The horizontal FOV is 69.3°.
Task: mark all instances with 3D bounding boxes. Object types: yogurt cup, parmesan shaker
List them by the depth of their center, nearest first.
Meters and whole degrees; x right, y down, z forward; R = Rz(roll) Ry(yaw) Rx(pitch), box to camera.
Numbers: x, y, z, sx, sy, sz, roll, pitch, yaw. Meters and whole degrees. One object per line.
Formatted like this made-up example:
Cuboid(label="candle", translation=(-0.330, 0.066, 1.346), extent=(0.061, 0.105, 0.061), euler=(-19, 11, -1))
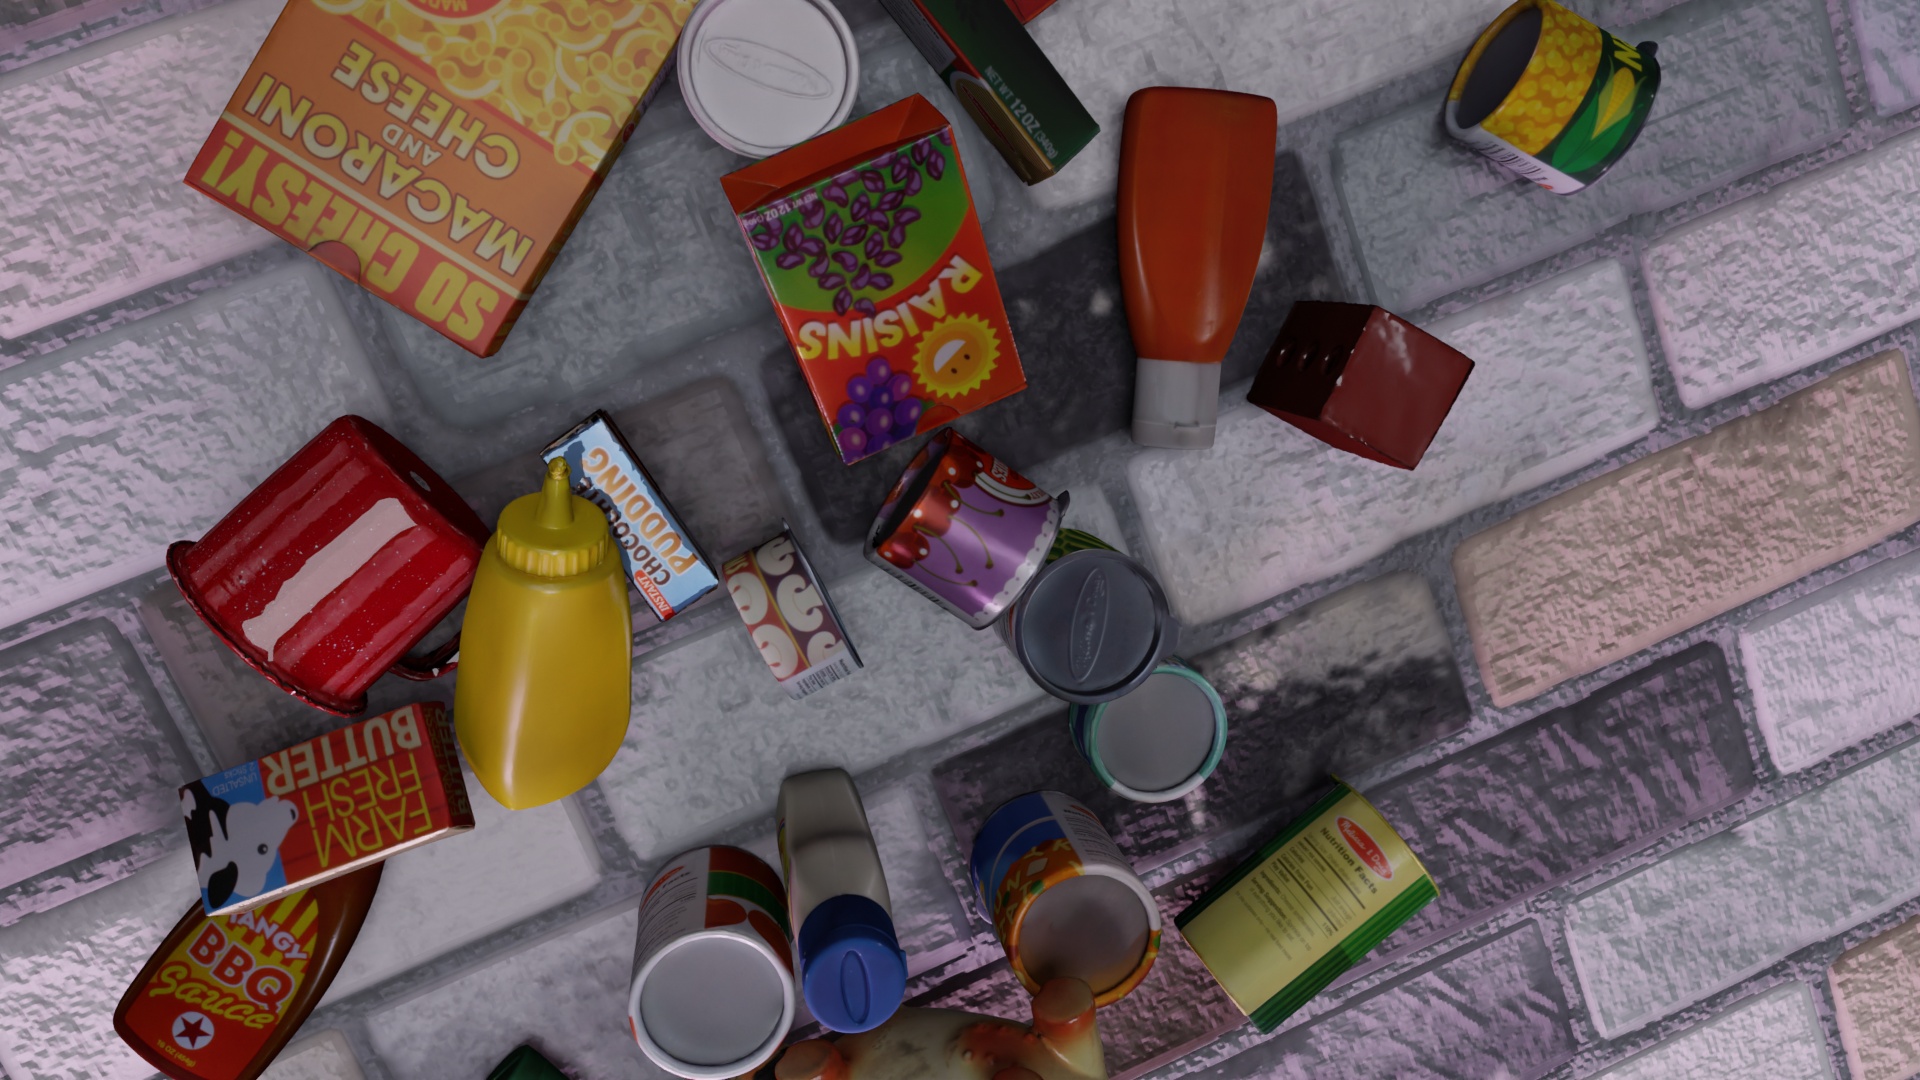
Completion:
Cuboid(label="yogurt cup", translation=(-0.076, -0.182, 0.544), extent=(0.072, 0.054, 0.072), euler=(-2, 100, -10))
Cuboid(label="parmesan shaker", translation=(0.156, 0.167, 0.640), extent=(0.103, 0.071, 0.071), euler=(-38, 104, -1))

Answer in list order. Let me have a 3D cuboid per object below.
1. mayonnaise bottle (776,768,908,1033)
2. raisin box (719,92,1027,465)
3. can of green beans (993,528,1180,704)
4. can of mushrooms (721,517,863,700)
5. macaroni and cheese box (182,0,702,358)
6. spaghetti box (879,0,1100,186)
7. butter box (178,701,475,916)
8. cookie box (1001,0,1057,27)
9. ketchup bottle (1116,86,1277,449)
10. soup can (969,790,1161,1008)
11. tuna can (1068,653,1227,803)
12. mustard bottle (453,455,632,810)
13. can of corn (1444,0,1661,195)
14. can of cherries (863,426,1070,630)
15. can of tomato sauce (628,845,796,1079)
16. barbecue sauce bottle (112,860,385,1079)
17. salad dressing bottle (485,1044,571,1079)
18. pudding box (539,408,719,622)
Cuboid(label="mayonnaise bottle", translation=(-0.050, 0.142, 0.554), extent=(0.041, 0.148, 0.064), euler=(-8, 101, -9))
Cuboid(label="raisin box", translation=(-0.030, -0.099, 0.548), extent=(0.086, 0.040, 0.122), euler=(-25, 132, -6))
Cuboid(label="can of green beans", translation=(0.050, 0.031, 0.600), extent=(0.071, 0.058, 0.071), euler=(-2, 100, -10))
Cuboid(label="can of mushrooms", translation=(-0.070, 0.029, 0.575), extent=(0.033, 0.071, 0.071), euler=(-28, 103, -4))
Cuboid(label="macaroni and cheese box", translation=(-0.193, -0.172, 0.531), extent=(0.123, 0.040, 0.166), euler=(32, 92, -13))
Cuboid(label="spaghetti box", translation=(-0.037, -0.247, 0.543), extent=(0.029, 0.050, 0.249), euler=(-42, 104, -3))
Cuboid(label="butter box", translation=(-0.243, 0.103, 0.535), extent=(0.103, 0.024, 0.053), euler=(-20, 79, 4))
Cuboid(label="cookie box", translation=(0.052, -0.304, 0.554), extent=(0.167, 0.040, 0.122), euler=(-37, 104, -2))
Cuboid(label="ketchup bottle", translation=(0.097, -0.114, 0.592), extent=(0.065, 0.043, 0.148), euler=(2, 99, -10))
Cuboid(label="soup can", translation=(0.042, 0.158, 0.607), extent=(0.071, 0.084, 0.071), euler=(-2, 100, -10))
Cuboid(label="tuna can", translation=(0.085, 0.080, 0.628), extent=(0.071, 0.033, 0.071), euler=(-2, 100, -10))
Cuboid(label="mustard bottle", translation=(-0.157, 0.031, 0.533), extent=(0.065, 0.049, 0.159), euler=(-22, 139, -43))
Cuboid(label="can of corn", translation=(0.253, -0.193, 0.596), extent=(0.058, 0.071, 0.071), euler=(23, 95, -13))
Cuboid(label="can of cherries", translation=(0.002, -0.007, 0.581), extent=(0.058, 0.071, 0.071), euler=(34, 92, -13))
Cuboid(label="can of tomato sauce", translation=(-0.102, 0.176, 0.583), extent=(0.071, 0.083, 0.071), euler=(-2, 100, -10))
Cuboid(label="barbecue sauce bottle", translation=(-0.273, 0.150, 0.568), extent=(0.065, 0.044, 0.148), euler=(38, 91, -7))
Cuboid(label="salad dressing bottle", translation=(-0.149, 0.283, 0.614), extent=(0.064, 0.044, 0.147), euler=(-44, 103, 1))
Cuboid(label="pudding box", translation=(-0.134, -0.011, 0.564), extent=(0.030, 0.050, 0.083), euler=(-34, 104, -6))
